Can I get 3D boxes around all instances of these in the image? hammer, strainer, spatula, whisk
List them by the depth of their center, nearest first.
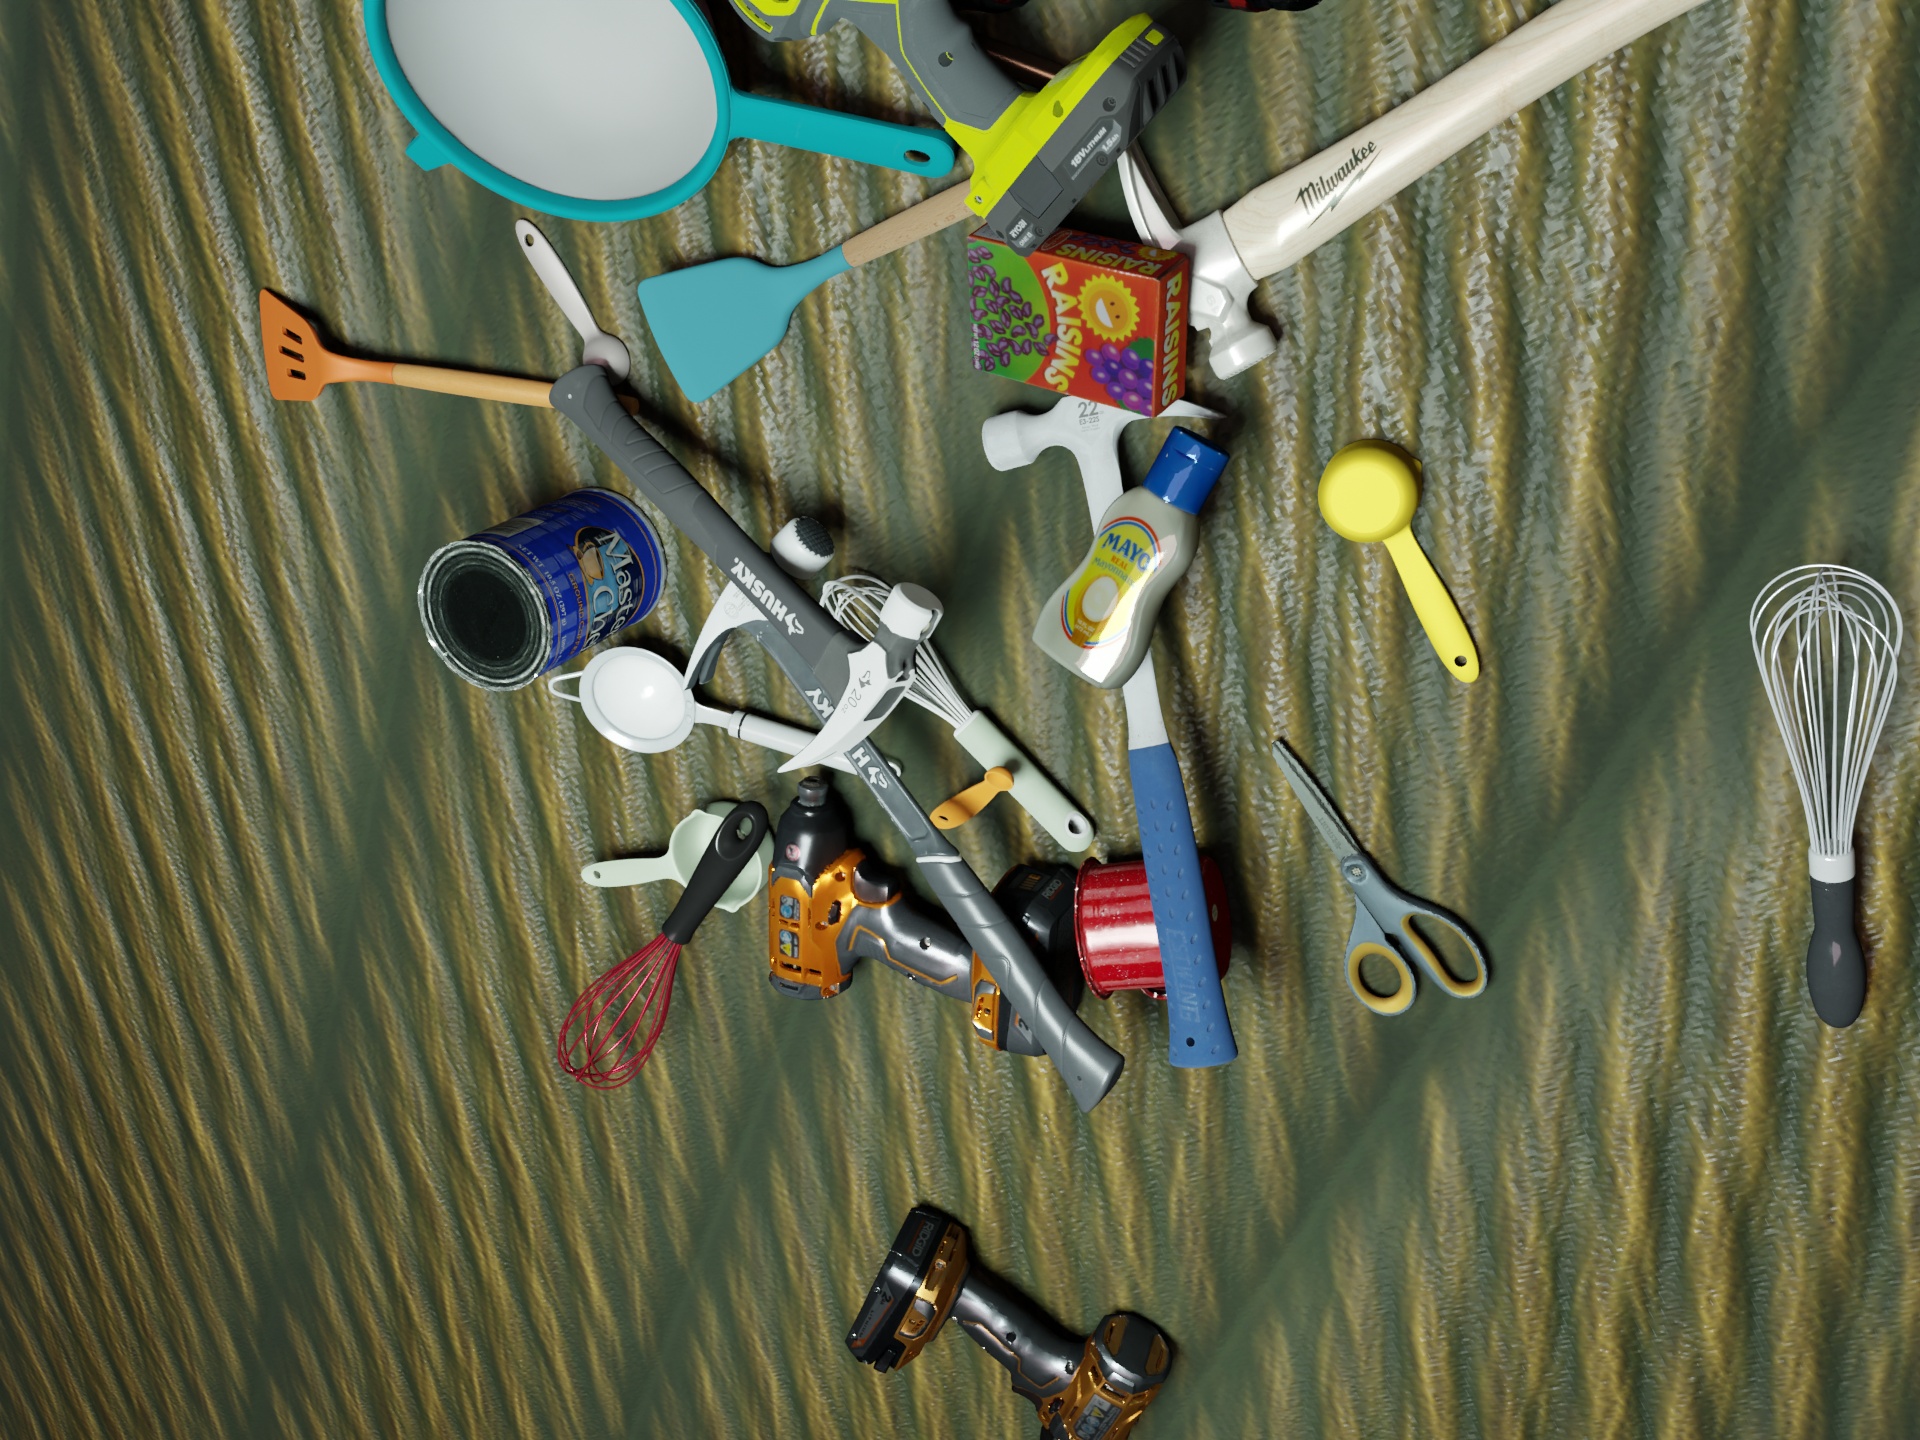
[{"bbox_3d":[0.273,-0.332,0.794,0.410,0.038,0.146,-26,98,30],"label":"hammer"},{"bbox_3d":[0.469,0.048,0.860,0.070,0.070,0.284,-4,115,25],"label":"whisk"},{"bbox_3d":[-0.165,-0.390,0.929,0.340,0.095,0.210,11,149,-4],"label":"strainer"},{"bbox_3d":[0.116,0.004,0.947,0.144,0.035,0.405,-10,92,25],"label":"hammer"},{"bbox_3d":[-0.049,-0.284,0.947,0.317,0.044,0.082,-17,105,29],"label":"spatula"},{"bbox_3d":[-0.155,-0.112,0.994,0.335,0.035,0.146,45,120,23],"label":"hammer"},{"bbox_3d":[-0.030,0.074,1.014,0.149,0.036,0.409,-39,84,33],"label":"hammer"},{"bbox_3d":[-0.002,-0.003,1.051,0.246,0.058,0.059,45,156,-3],"label":"whisk"},{"bbox_3d":[-0.369,-0.243,1.119,0.322,0.041,0.081,11,115,15],"label":"spatula"},{"bbox_3d":[-0.163,0.001,1.122,0.258,0.050,0.086,17,123,10],"label":"strainer"},{"bbox_3d":[-0.218,0.169,1.165,0.073,0.073,0.295,38,115,5],"label":"whisk"}]

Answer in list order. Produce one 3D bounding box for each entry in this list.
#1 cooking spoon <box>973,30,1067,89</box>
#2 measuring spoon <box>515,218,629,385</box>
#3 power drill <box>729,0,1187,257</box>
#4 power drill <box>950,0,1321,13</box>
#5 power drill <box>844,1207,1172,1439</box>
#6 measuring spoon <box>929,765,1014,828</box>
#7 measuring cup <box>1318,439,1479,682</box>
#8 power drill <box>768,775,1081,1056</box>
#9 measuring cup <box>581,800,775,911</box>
[{"bbox_3d":[-0.047,-0.399,0.898,0.319,0.068,0.017,23,89,7],"label":"cooking spoon"},{"bbox_3d":[-0.264,-0.278,1.059,0.034,0.018,0.124,-28,98,30],"label":"measuring spoon"},{"bbox_3d":[-0.002,-0.362,0.806,0.223,0.080,0.171,42,146,-9],"label":"power drill"},{"bbox_3d":[0.083,-0.436,0.811,0.220,0.078,0.143,13,116,22],"label":"power drill"},{"bbox_3d":[0.028,0.497,1.228,0.226,0.084,0.185,26,121,6],"label":"power drill"},{"bbox_3d":[0.007,0.051,1.061,0.021,0.011,0.117,32,150,-11],"label":"measuring spoon"},{"bbox_3d":[0.256,-0.086,0.907,0.062,0.029,0.156,-26,98,30],"label":"measuring cup"},{"bbox_3d":[-0.032,0.131,1.098,0.226,0.084,0.164,11,114,23],"label":"power drill"},{"bbox_3d":[-0.210,0.102,1.187,0.167,0.038,0.083,-9,107,28],"label":"measuring cup"}]
